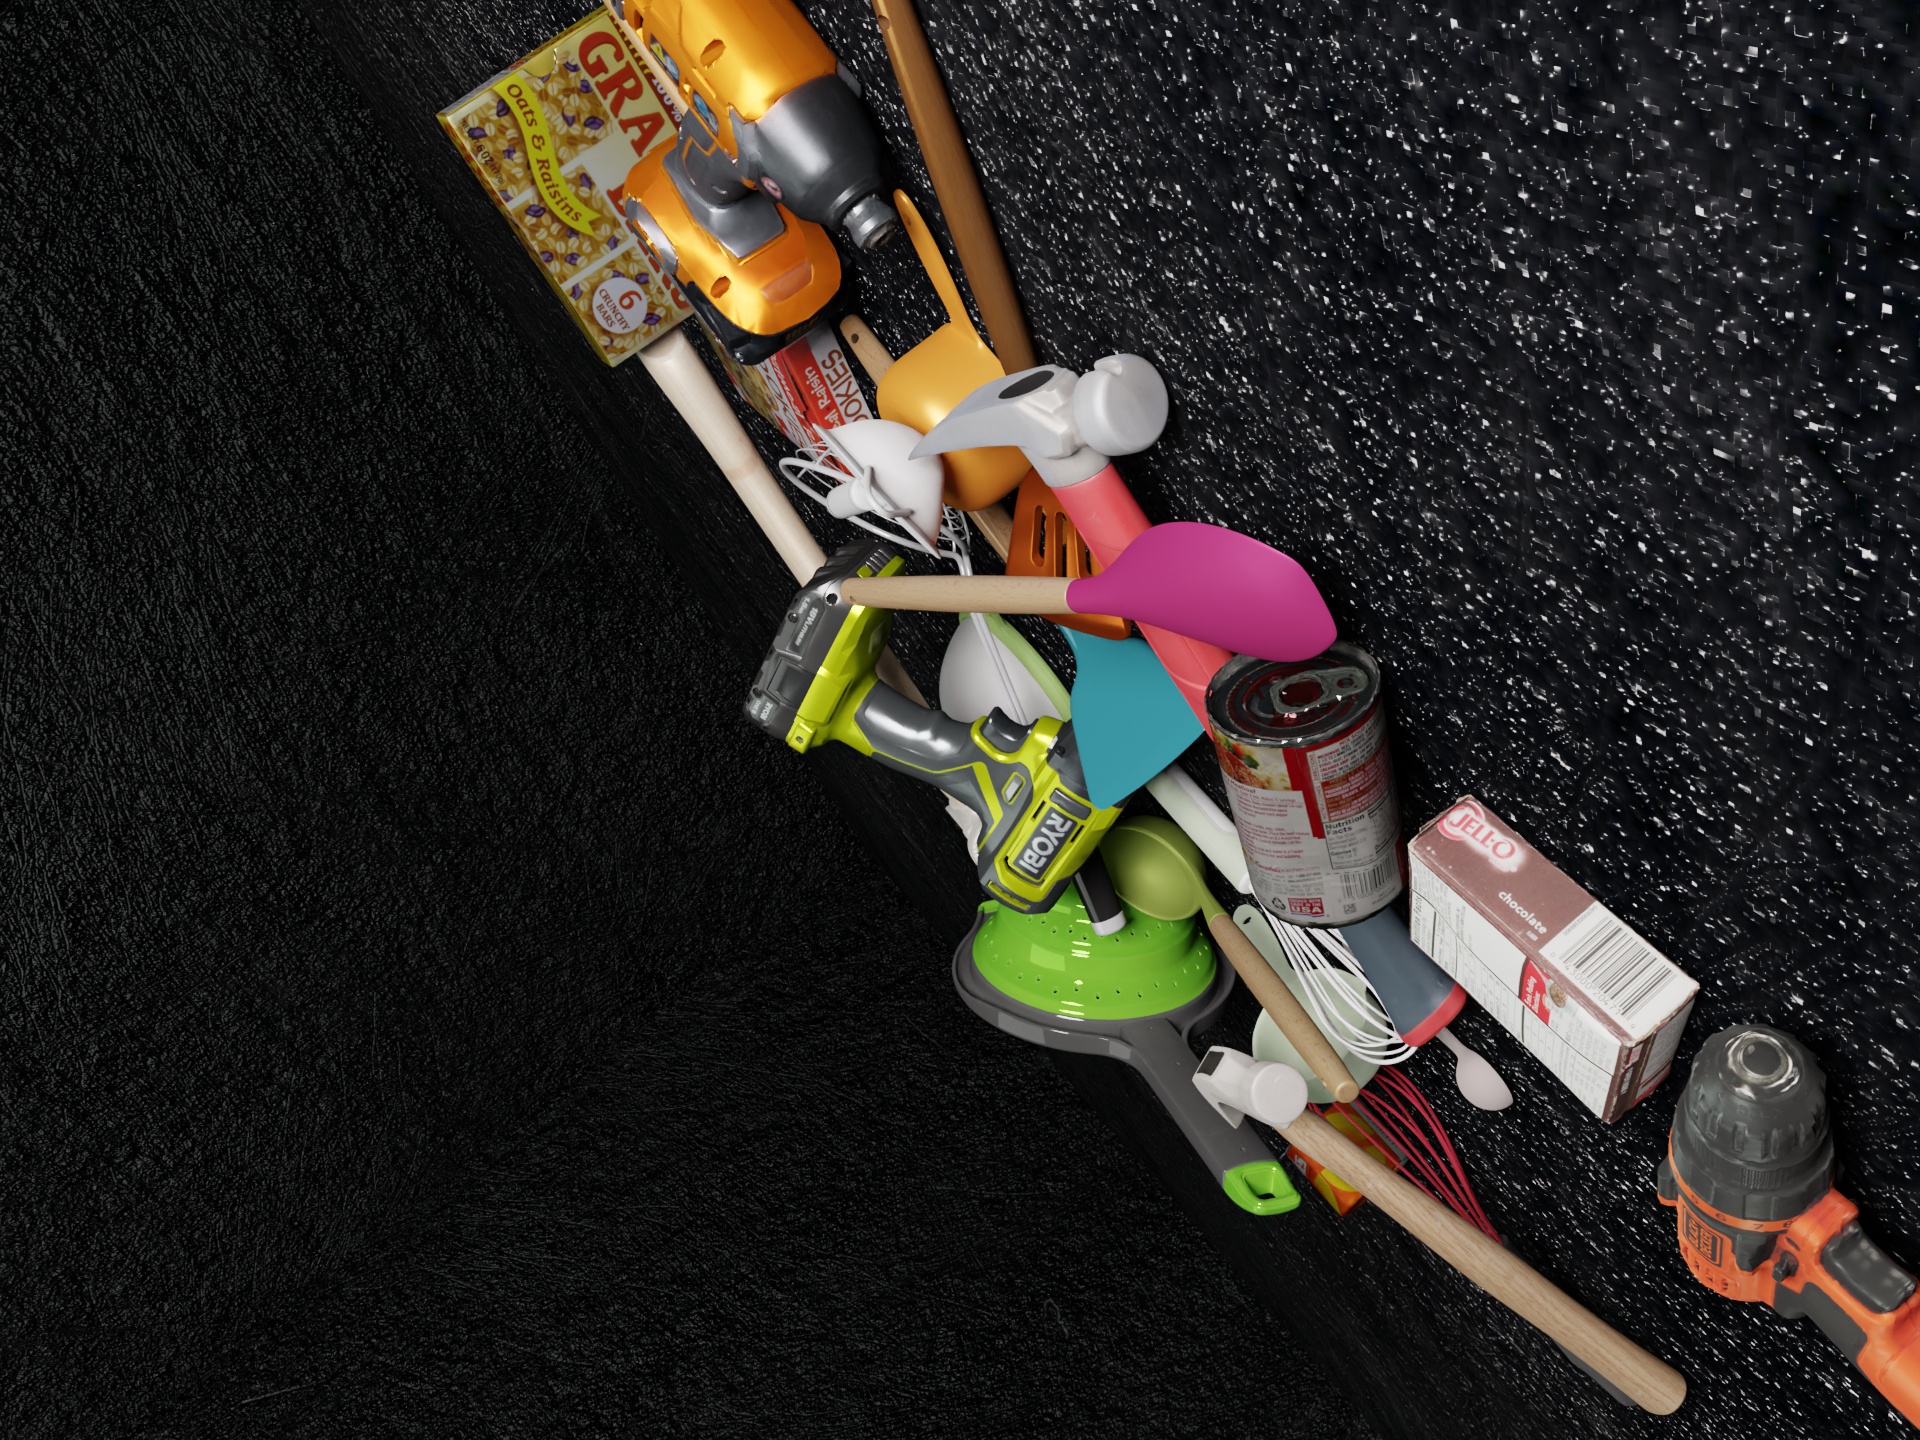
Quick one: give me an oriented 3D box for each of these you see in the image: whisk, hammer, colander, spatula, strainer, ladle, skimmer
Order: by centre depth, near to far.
[{"bbox_3d":[0.016,-0.162,0.687,0.081,0.041,0.322,24,153,37],"label":"spatula"},{"bbox_3d":[0.121,0.007,0.732,0.143,0.038,0.386,3,134,56],"label":"hammer"},{"bbox_3d":[-0.046,-0.120,0.815,0.087,0.050,0.258,46,175,-12],"label":"strainer"},{"bbox_3d":[0.021,-0.102,0.870,0.318,0.082,0.044,55,-152,11],"label":"spatula"},{"bbox_3d":[0.266,0.282,0.880,0.331,0.031,0.130,37,169,-7],"label":"hammer"},{"bbox_3d":[0.170,0.092,0.887,0.057,0.059,0.247,2,-143,-42],"label":"whisk"},{"bbox_3d":[0.150,0.137,0.928,0.078,0.062,0.320,64,179,-22],"label":"ladle"},{"bbox_3d":[0.312,0.310,0.975,0.296,0.073,0.073,46,171,0],"label":"whisk"},{"bbox_3d":[0.000,-0.015,1.010,0.363,0.090,0.127,66,167,-8],"label":"skimmer"},{"bbox_3d":[-0.086,-0.081,1.062,0.410,0.038,0.146,57,178,-15],"label":"hammer"},{"bbox_3d":[0.122,0.174,1.066,0.397,0.204,0.094,-130,38,-61],"label":"colander"},{"bbox_3d":[0.016,-0.005,1.183,0.151,0.069,0.256,53,169,-6],"label":"strainer"}]

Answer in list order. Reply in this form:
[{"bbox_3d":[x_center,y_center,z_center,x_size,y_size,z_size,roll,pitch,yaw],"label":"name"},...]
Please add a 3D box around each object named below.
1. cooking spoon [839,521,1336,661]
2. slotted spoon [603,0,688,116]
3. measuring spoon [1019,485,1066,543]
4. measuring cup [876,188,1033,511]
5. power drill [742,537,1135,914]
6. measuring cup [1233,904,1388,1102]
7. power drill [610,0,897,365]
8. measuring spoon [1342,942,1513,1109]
[{"bbox_3d":[0.035,-0.054,0.696,0.319,0.017,0.068,8,139,54],"label":"cooking spoon"},{"bbox_3d":[-0.200,-0.413,0.847,0.313,0.031,0.070,54,171,-20],"label":"slotted spoon"},{"bbox_3d":[0.020,-0.136,0.850,0.117,0.011,0.021,50,170,16],"label":"measuring spoon"},{"bbox_3d":[-0.016,-0.172,0.765,0.095,0.052,0.173,45,170,40],"label":"measuring cup"},{"bbox_3d":[-0.001,-0.003,0.939,0.223,0.080,0.171,32,126,2],"label":"power drill"},{"bbox_3d":[0.204,0.167,0.965,0.038,0.083,0.168,44,-169,-25],"label":"measuring cup"},{"bbox_3d":[-0.096,-0.258,0.763,0.164,0.084,0.226,52,167,2],"label":"power drill"},{"bbox_3d":[0.246,0.165,0.857,0.124,0.018,0.034,47,169,36],"label":"measuring spoon"}]
